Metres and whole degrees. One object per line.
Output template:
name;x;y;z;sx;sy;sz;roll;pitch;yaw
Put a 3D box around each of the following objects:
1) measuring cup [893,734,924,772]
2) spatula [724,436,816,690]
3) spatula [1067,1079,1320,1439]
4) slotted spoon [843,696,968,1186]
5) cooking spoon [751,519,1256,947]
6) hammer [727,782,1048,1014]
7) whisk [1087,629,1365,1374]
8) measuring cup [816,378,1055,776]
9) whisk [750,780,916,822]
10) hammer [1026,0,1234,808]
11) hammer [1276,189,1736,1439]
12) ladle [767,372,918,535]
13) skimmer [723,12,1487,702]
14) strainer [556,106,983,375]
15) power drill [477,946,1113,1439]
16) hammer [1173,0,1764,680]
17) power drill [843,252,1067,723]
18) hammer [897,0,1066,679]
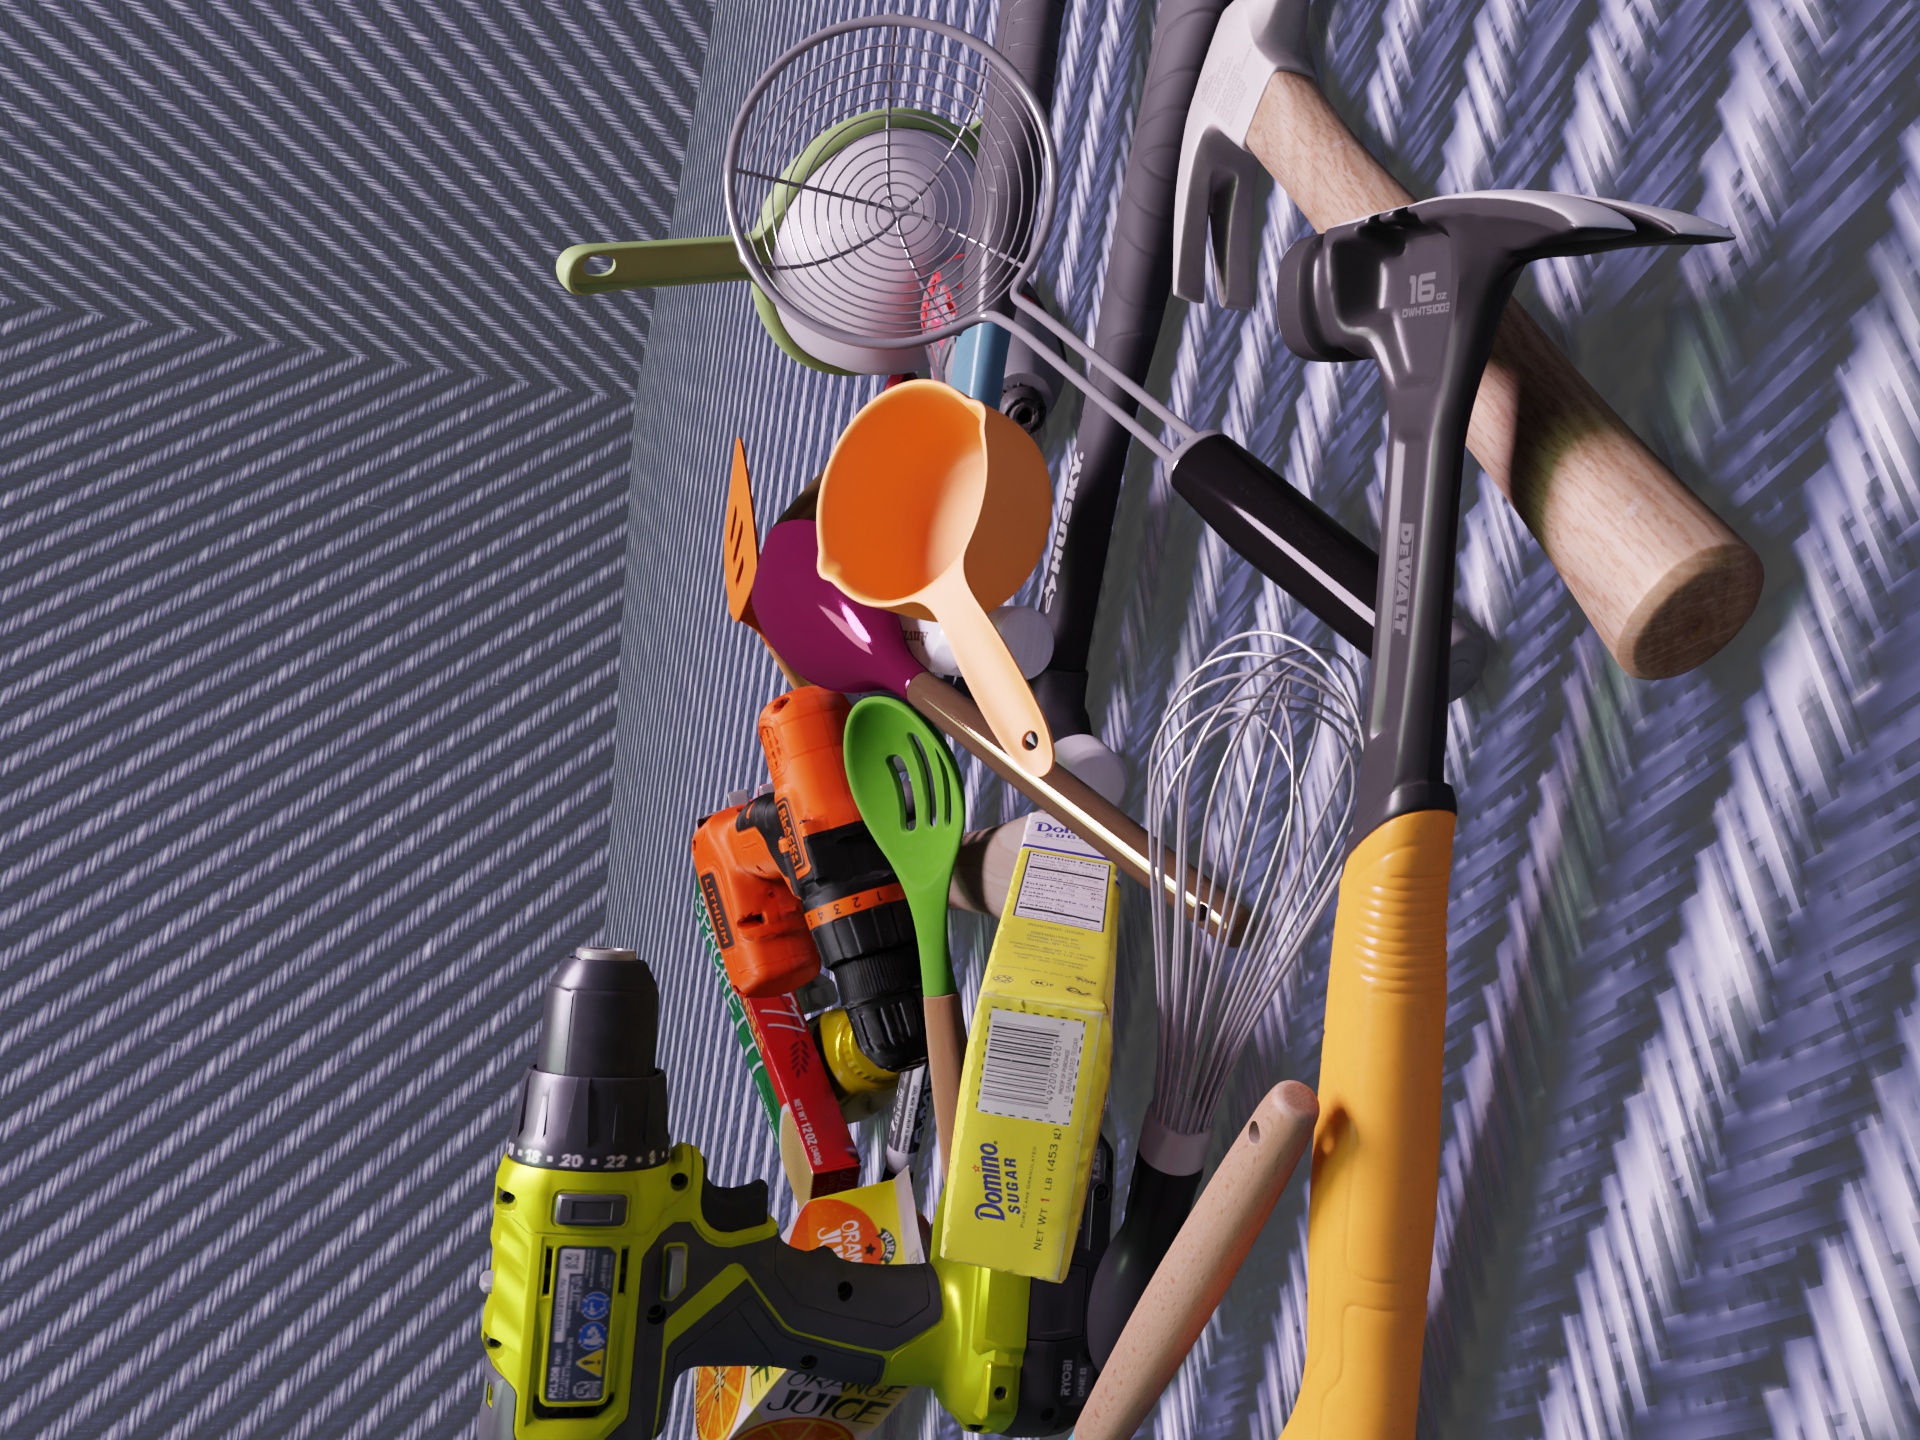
measuring cup;-0.038;-0.025;0.947;0.168;0.038;0.083;-78;-20;-64
spatula;-0.088;-0.038;0.903;0.322;0.041;0.081;64;-167;-63
spatula;0.058;0.204;0.482;0.082;0.044;0.317;-101;20;-46
slotted spoon;-0.006;0.144;0.690;0.070;0.031;0.314;-9;88;47
cooking spoon;-0.001;-0.002;0.625;0.319;0.017;0.068;37;117;42
hammer;-0.041;0.079;0.830;0.410;0.038;0.146;-25;79;65
whisk;0.075;0.105;0.497;0.070;0.070;0.284;-115;30;-60
measuring cup;0.009;-0.048;0.591;0.095;0.052;0.174;-42;58;27
whisk;-0.082;0.063;1.017;0.296;0.073;0.073;161;114;-66
hammer;0.062;-0.138;0.653;0.146;0.035;0.334;-129;48;-66
hammer;0.106;0.052;0.374;0.127;0.034;0.337;-147;57;-72
ladle;-0.062;-0.149;0.905;0.315;0.031;0.069;-68;-1;-64
skimmer;0.033;-0.130;0.516;0.127;0.090;0.364;-40;46;2
strainer;-0.074;-0.228;0.814;0.069;0.256;0.151;48;139;36
power drill;-0.063;0.188;0.608;0.080;0.228;0.190;167;109;-72
hammer;0.124;-0.127;0.450;0.332;0.031;0.130;-103;26;-47
power drill;-0.007;-0.112;0.806;0.143;0.078;0.219;-107;32;-53
hammer;0.014;-0.183;0.681;0.128;0.033;0.331;7;88;56
